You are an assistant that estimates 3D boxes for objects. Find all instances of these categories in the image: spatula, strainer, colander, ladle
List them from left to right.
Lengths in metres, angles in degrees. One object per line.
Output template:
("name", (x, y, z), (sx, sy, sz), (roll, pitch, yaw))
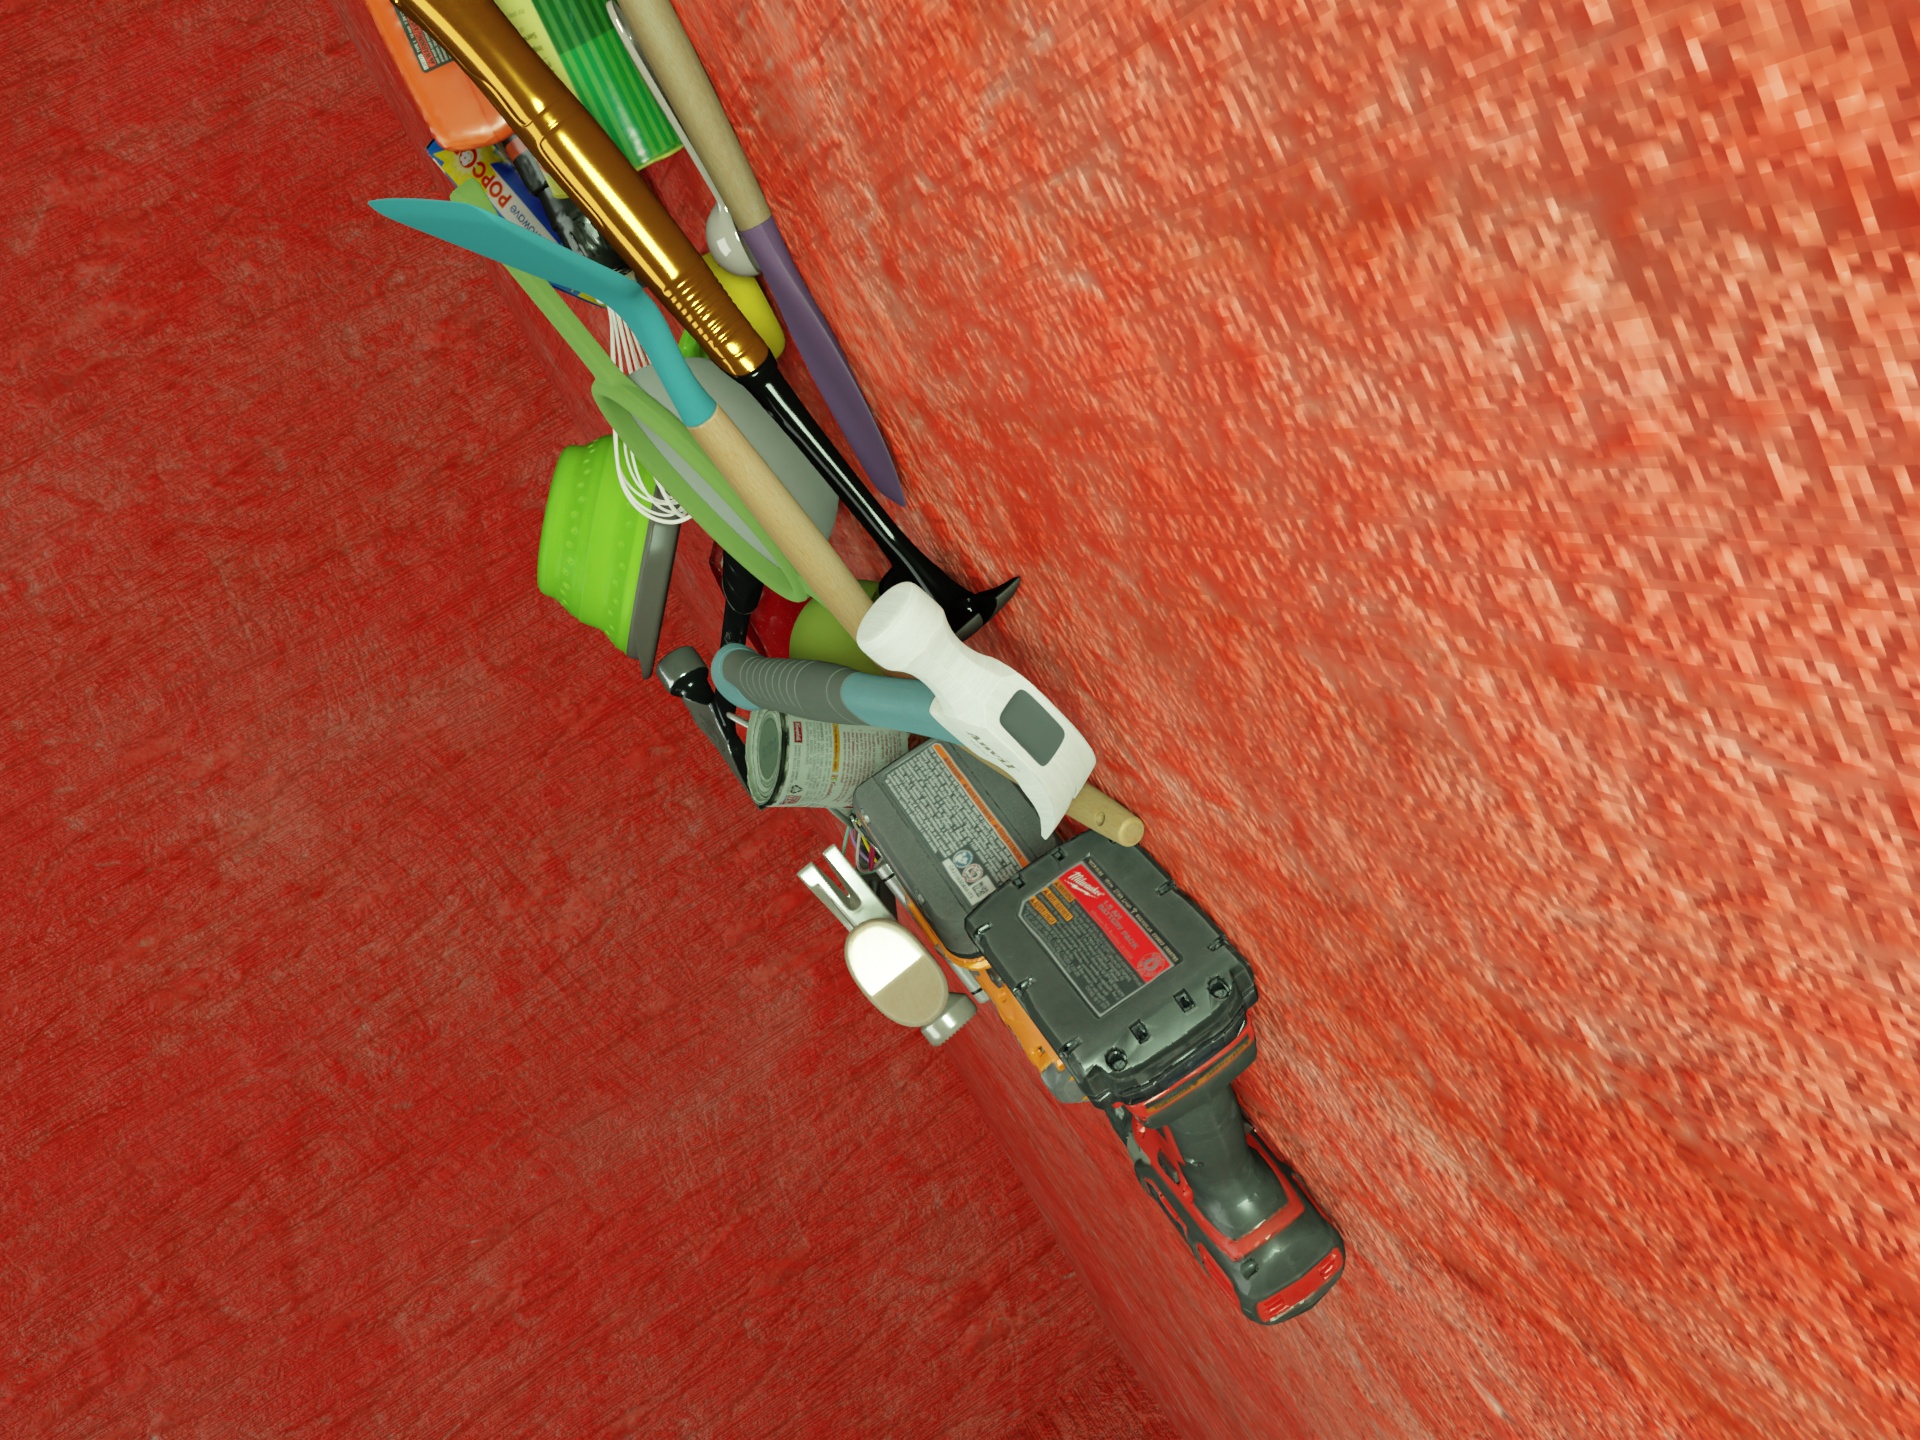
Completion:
("colander", (-0.233, -0.165, 1.084), (0.397, 0.094, 0.205), (126, 153, -66))
("strainer", (-0.139, -0.170, 0.781), (0.256, 0.069, 0.152), (51, 169, -32))
("spatula", (-0.097, -0.096, 0.636), (0.082, 0.044, 0.317), (18, 156, 43))
("spatula", (-0.092, -0.218, 0.623), (0.315, 0.018, 0.060), (62, 169, -28))
("strainer", (-0.046, 0.083, 0.987), (0.258, 0.050, 0.087), (52, 180, -3))
("ladle", (-0.001, -0.002, 0.769), (0.062, 0.078, 0.320), (12, -169, -34))

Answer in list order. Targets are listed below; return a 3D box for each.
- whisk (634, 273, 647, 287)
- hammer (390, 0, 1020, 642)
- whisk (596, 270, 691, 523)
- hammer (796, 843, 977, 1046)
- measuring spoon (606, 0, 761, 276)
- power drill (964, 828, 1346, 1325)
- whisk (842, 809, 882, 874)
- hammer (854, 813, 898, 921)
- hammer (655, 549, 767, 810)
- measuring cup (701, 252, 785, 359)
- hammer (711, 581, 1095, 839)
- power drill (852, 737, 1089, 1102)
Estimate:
("whisk", (-0.257, -0.355, 0.980), (0.239, 0.055, 0.055), (52, 169, 13))
("hammer", (-0.102, -0.163, 0.621), (0.336, 0.034, 0.127), (50, 173, -13))
("whisk", (-0.191, -0.232, 0.898), (0.058, 0.059, 0.246), (-45, -57, -71))
("hammer", (-0.043, 0.118, 0.852), (0.146, 0.038, 0.410), (49, 173, 5))
("measuring spoon", (-0.115, -0.231, 0.644), (0.034, 0.018, 0.124), (-100, -15, -45))
("power drill", (0.082, 0.149, 0.717), (0.188, 0.080, 0.226), (48, 169, 49))
("whisk", (-0.057, 0.024, 1.025), (0.244, 0.051, 0.047), (90, 169, -48))
("hammer", (-0.069, 0.036, 1.146), (0.334, 0.035, 0.146), (91, 175, -64))
("hammer", (-0.145, -0.070, 1.046), (0.149, 0.036, 0.408), (54, 156, 15))
("measuring cup", (-0.111, -0.209, 0.768), (0.062, 0.029, 0.157), (62, -178, -29))
("hammer", (-0.047, -0.011, 0.710), (0.128, 0.033, 0.331), (40, 167, -23))
("power drill", (0.019, 0.101, 0.877), (0.164, 0.084, 0.226), (52, 172, 38))
